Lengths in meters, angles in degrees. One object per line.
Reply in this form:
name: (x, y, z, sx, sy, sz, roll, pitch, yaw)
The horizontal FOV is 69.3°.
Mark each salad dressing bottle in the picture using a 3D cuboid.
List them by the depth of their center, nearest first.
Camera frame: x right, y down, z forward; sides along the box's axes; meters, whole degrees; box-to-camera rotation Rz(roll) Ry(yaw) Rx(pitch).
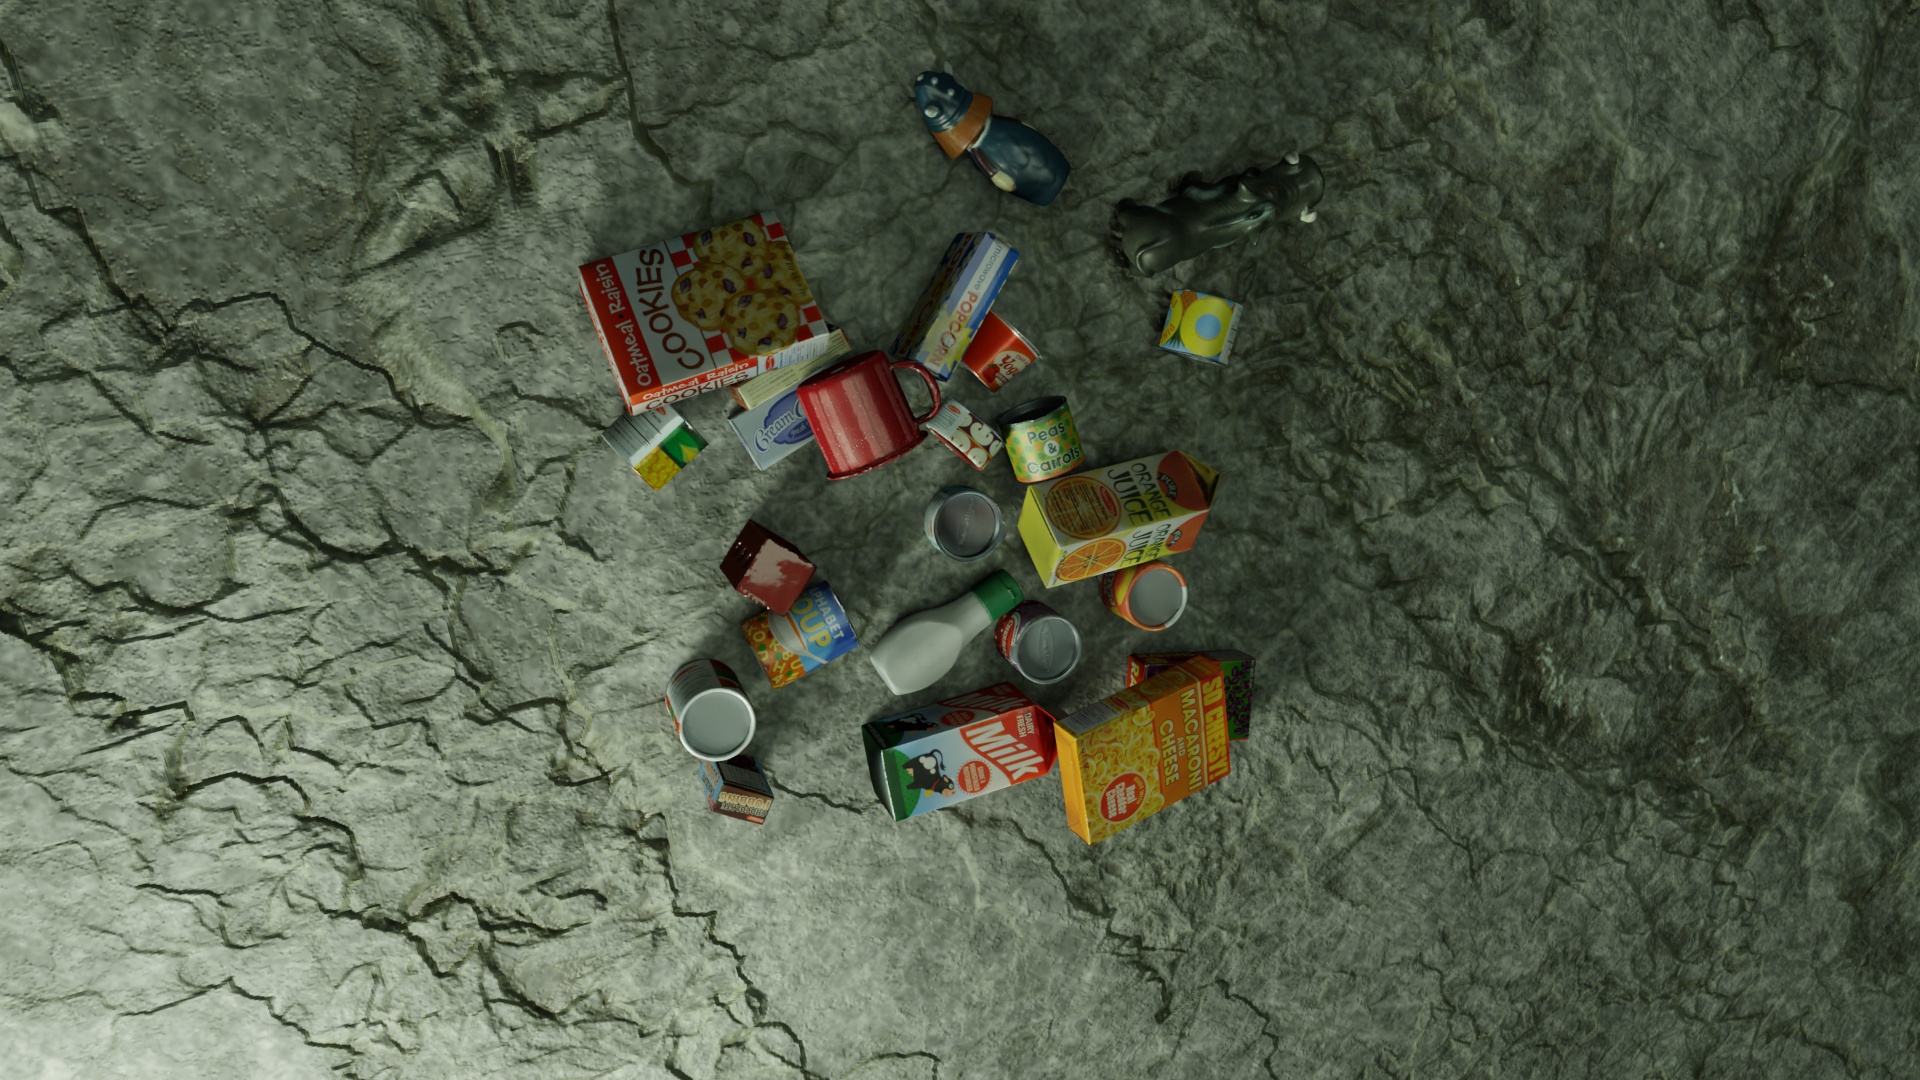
salad dressing bottle: (-0.011, 0.081, 1.267, 0.148, 0.044, 0.064, -34, 108, -11)

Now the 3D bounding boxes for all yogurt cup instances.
yogurt cup: (0.028, -0.167, 1.220, 0.072, 0.072, 0.054, 42, 94, -22)

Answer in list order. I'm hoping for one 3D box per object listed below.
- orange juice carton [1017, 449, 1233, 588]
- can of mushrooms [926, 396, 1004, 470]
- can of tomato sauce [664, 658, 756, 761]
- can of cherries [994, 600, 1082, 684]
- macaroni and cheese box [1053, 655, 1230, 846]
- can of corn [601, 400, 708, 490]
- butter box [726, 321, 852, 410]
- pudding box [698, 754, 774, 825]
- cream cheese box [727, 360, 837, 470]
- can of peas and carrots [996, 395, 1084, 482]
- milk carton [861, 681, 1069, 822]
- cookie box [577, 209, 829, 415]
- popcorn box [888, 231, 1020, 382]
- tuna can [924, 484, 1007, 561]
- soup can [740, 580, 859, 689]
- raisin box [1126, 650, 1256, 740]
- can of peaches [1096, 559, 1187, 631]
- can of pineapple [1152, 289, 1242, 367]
orange juice carton: (0.157, -0.025, 1.274, 0.193, 0.071, 0.073, -14, 61, -16)
can of mushrooms: (0.005, -0.093, 1.225, 0.071, 0.071, 0.033, 40, 87, -22)
can of tomato sauce: (-0.212, 0.145, 1.186, 0.071, 0.083, 0.071, -4, 102, -18)
can of cherries: (0.069, 0.093, 1.290, 0.071, 0.058, 0.071, -4, 104, -19)
macaroni and cheese box: (0.172, 0.194, 1.296, 0.167, 0.040, 0.123, -22, 119, -23)
can of corn: (-0.249, -0.082, 1.138, 0.058, 0.071, 0.071, -44, 112, -5)
butter box: (-0.145, -0.148, 1.167, 0.104, 0.053, 0.024, -32, 113, -10)
pudding box: (-0.195, 0.212, 1.207, 0.049, 0.084, 0.030, 20, 97, -23)
cream cheese box: (-0.142, -0.109, 1.191, 0.104, 0.024, 0.053, -33, 109, -11)
can of peas and carrots: (0.073, -0.091, 1.247, 0.071, 0.071, 0.058, -24, 109, -13)
milk carton: (0.013, 0.187, 1.281, 0.191, 0.072, 0.073, -15, 106, -17)
cookie box: (-0.206, -0.184, 1.116, 0.168, 0.040, 0.123, -20, 75, -15)
popcorn box: (-0.006, -0.201, 1.188, 0.038, 0.085, 0.126, 30, 91, -21)
tuna can: (0.004, -0.016, 1.258, 0.071, 0.033, 0.071, -4, 102, -19)
soup can: (-0.140, 0.081, 1.206, 0.084, 0.071, 0.071, -27, 109, -12)
raisin box: (0.225, 0.155, 1.368, 0.123, 0.040, 0.086, 0, 102, -19)
can of peaches: (0.172, 0.047, 1.317, 0.071, 0.058, 0.071, -4, 103, -19)
can of pineapple: (0.219, -0.196, 1.280, 0.071, 0.071, 0.057, 12, 97, -21)
